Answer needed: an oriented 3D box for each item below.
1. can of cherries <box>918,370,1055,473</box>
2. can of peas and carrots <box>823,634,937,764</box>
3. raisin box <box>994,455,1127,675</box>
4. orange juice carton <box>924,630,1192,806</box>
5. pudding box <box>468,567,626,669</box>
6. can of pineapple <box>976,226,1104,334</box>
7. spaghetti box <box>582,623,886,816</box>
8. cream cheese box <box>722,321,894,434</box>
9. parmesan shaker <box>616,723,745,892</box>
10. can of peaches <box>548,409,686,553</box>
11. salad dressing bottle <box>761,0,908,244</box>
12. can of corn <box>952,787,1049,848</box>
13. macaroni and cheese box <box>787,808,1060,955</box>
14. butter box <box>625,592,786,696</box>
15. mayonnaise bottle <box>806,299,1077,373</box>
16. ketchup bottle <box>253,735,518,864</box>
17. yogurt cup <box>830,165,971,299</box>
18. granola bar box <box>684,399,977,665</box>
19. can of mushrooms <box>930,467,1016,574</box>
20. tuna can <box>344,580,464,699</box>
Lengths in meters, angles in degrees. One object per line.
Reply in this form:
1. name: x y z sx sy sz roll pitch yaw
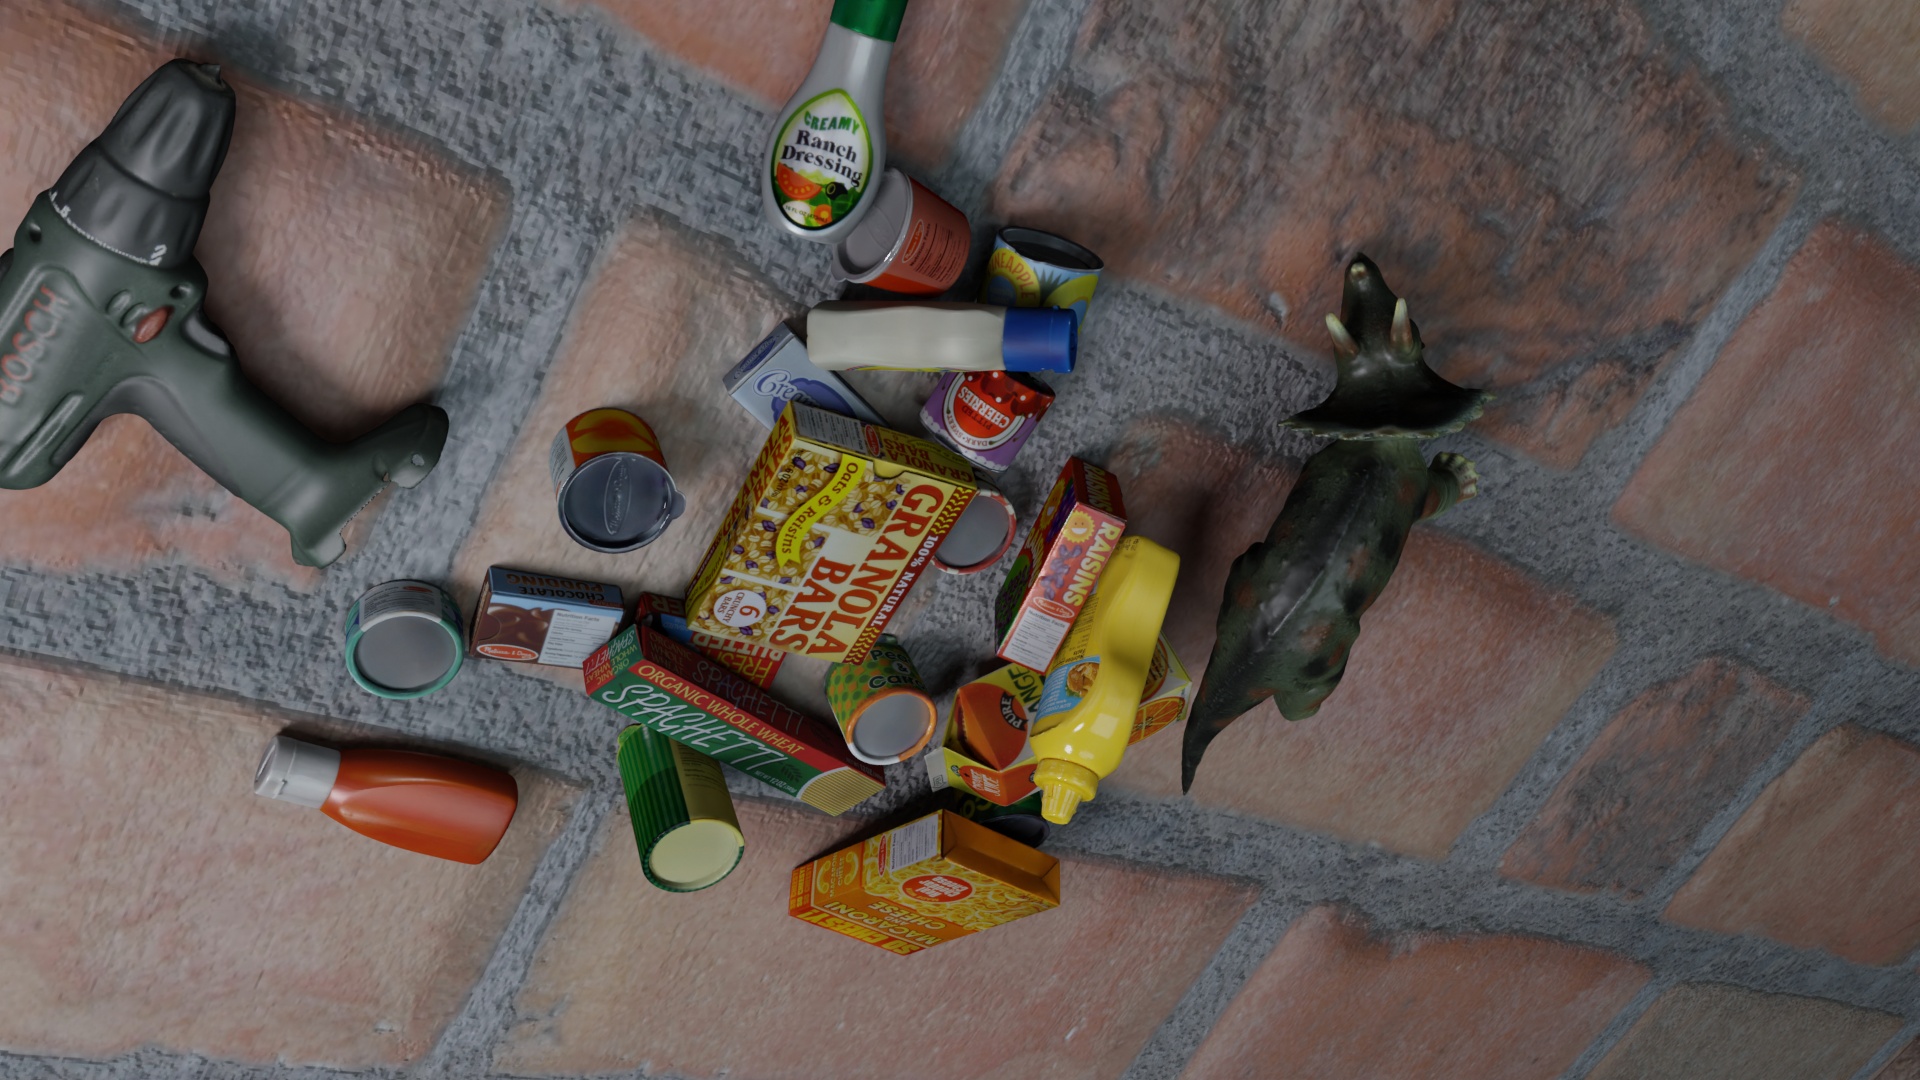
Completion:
1. can of cherries: 0.016 -0.083 0.857 0.071 0.072 0.058 24 110 -33
2. can of peas and carrots: -0.054 0.110 0.961 0.071 0.059 0.070 -12 125 -17
3. raisin box: 0.066 0.016 0.930 0.040 0.086 0.123 23 112 -8
4. orange juice carton: 0.063 0.127 0.998 0.193 0.073 0.071 -24 151 -9
5. pudding box: -0.254 0.049 0.852 0.084 0.030 0.049 10 118 -28
6. can of pineapple: 0.044 -0.148 0.829 0.071 0.071 0.057 4 120 -26
7. spaghetti box: -0.143 0.125 0.925 0.050 0.029 0.249 -33 138 17
8. cream cheese box: -0.090 -0.080 0.843 0.053 0.024 0.103 -42 128 6
9. parmesan shaker: -0.188 0.172 0.915 0.071 0.103 0.071 -11 125 -16
10. can of peaches: -0.200 -0.035 0.804 0.071 0.058 0.071 -11 124 -17
11. salad dressing bottle: -0.063 -0.234 0.739 0.064 0.044 0.147 17 111 -5
12. can of corn: 0.027 0.197 1.043 0.071 0.058 0.070 -7 140 -6
13. macaroni and cheese box: -0.028 0.258 1.034 0.166 0.040 0.123 -29 134 36
14. butter box: -0.167 0.070 0.907 0.103 0.024 0.053 14 115 -30
15. mayonnaise bottle: -0.009 -0.115 0.790 0.148 0.065 0.041 4 100 12
16. ketchup bottle: -0.359 0.159 0.870 0.149 0.044 0.064 24 108 -33
17. yogurt cup: -0.031 -0.171 0.785 0.054 0.072 0.072 16 114 -40
18. granola bar box: -0.083 0.002 0.866 0.124 0.039 0.164 15 126 -28
19. can of mushrooms: 0.003 -0.012 0.922 0.071 0.033 0.070 -11 124 -17
20. tuna can: -0.330 0.062 0.826 0.071 0.033 0.070 -11 124 -17
